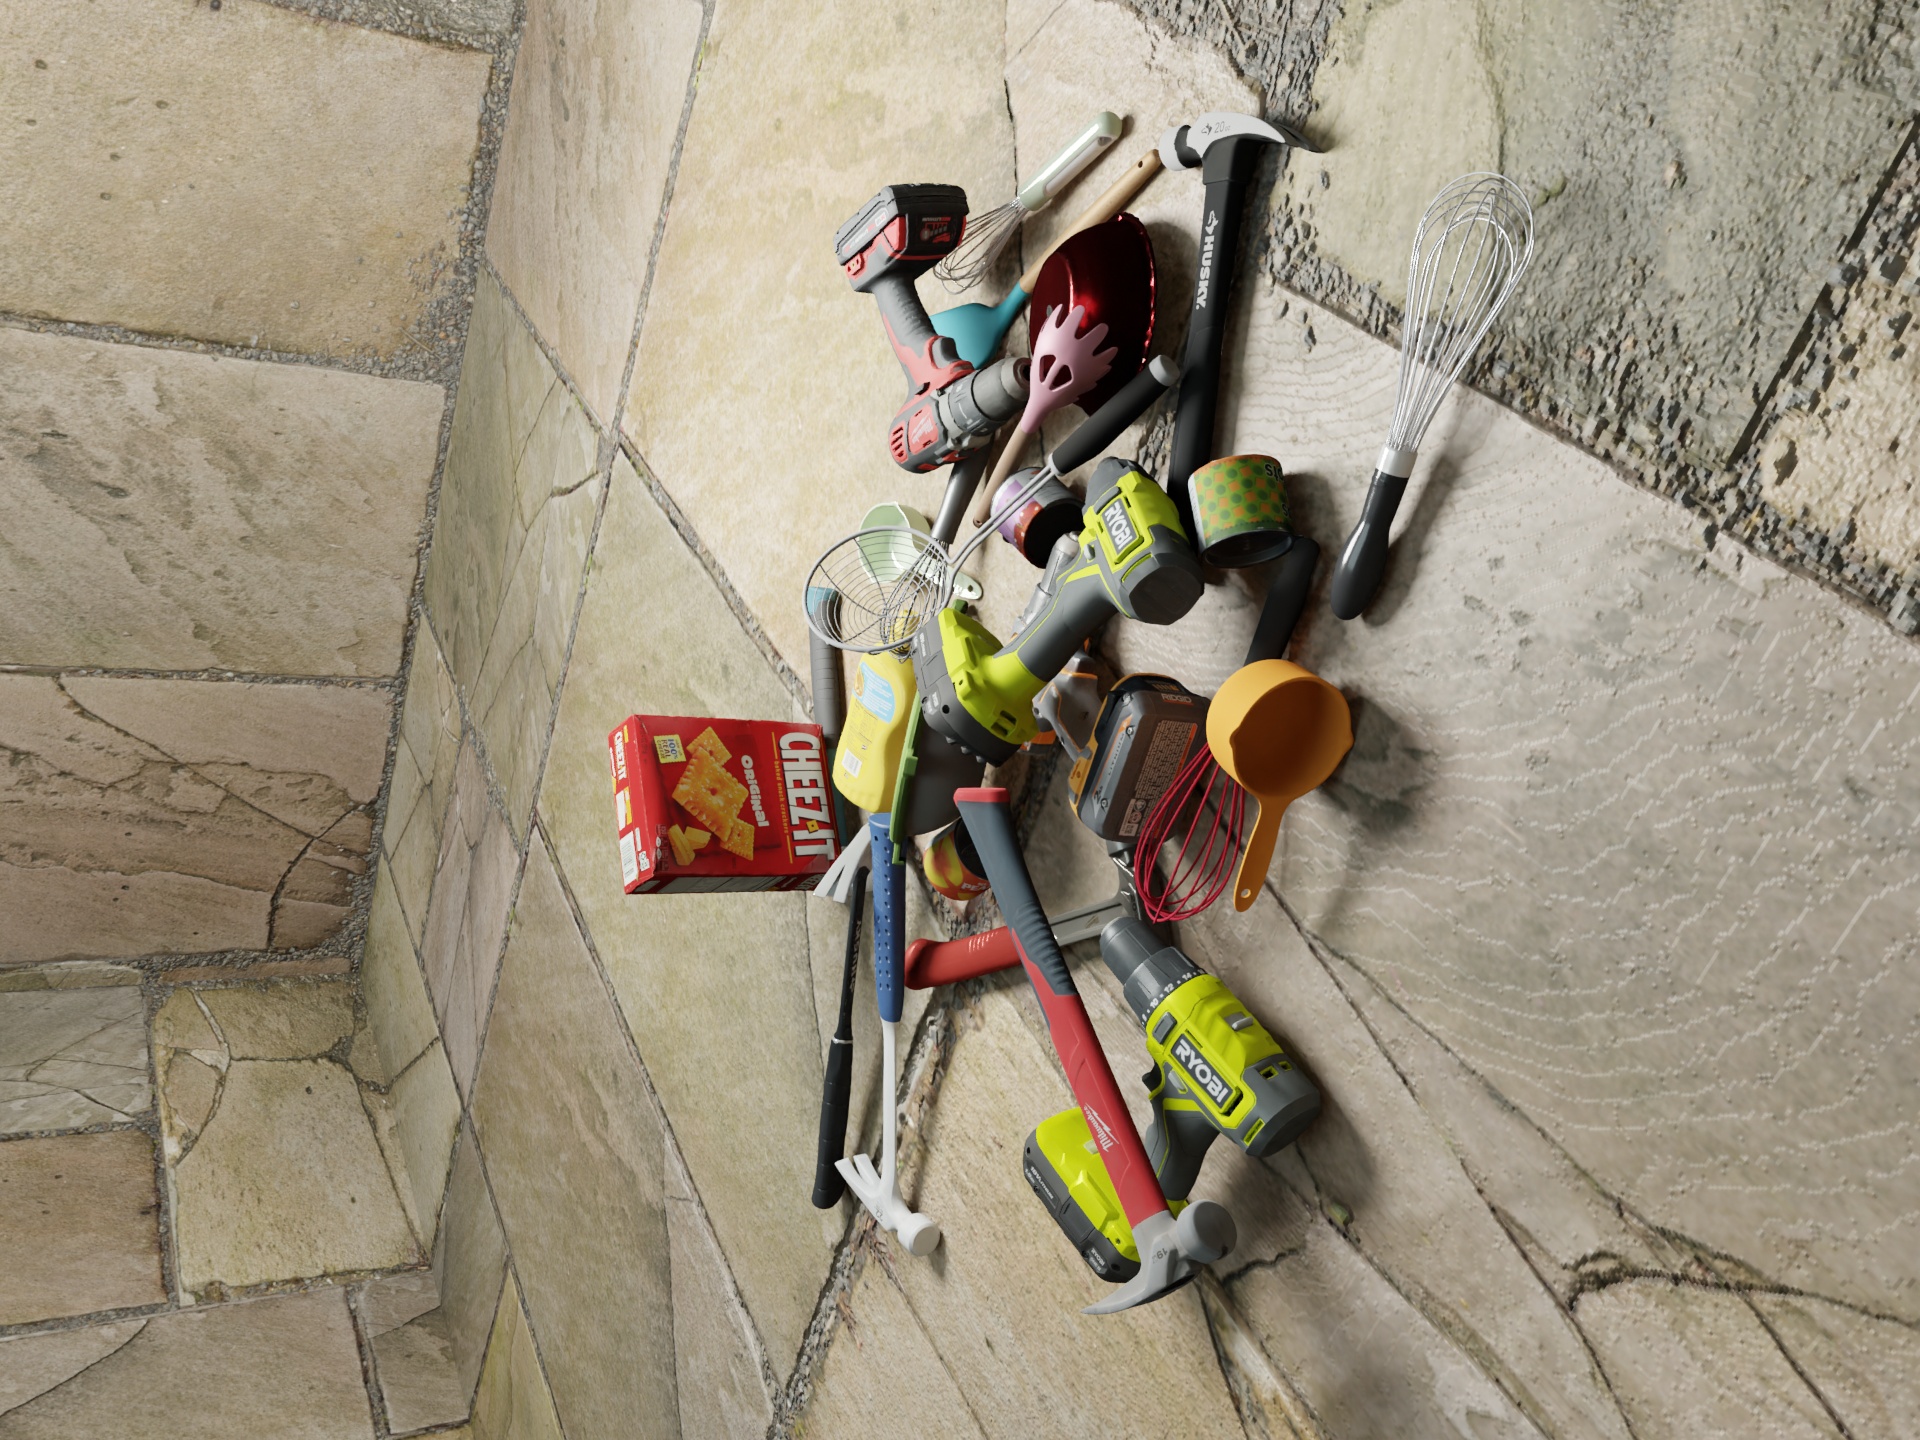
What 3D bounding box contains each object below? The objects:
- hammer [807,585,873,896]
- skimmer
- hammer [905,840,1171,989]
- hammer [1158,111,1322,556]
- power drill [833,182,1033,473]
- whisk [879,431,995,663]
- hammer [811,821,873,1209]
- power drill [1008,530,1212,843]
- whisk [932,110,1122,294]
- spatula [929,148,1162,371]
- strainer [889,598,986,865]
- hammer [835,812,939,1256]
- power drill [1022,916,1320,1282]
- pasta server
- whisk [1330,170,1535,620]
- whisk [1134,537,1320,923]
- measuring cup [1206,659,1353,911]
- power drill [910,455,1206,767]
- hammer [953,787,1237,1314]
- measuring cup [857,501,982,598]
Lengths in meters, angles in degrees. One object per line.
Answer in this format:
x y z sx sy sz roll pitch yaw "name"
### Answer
-0.136 0.018 1.650 0.128 0.033 0.331 -20 71 55 "hammer"
0.015 -0.173 1.239 0.363 0.090 0.127 -38 47 37 "skimmer"
0.052 0.196 1.336 0.359 0.036 0.149 -28 65 54 "hammer"
0.180 -0.268 1.154 0.146 0.035 0.334 19 105 58 "hammer"
-0.016 -0.339 1.354 0.188 0.080 0.227 -18 86 56 "power drill"
-0.016 -0.164 1.434 0.055 0.055 0.239 31 101 55 "whisk"
-0.113 0.297 1.543 0.036 0.149 0.408 13 110 16 "hammer"
0.105 -0.029 1.227 0.226 0.084 0.185 47 125 54 "power drill"
0.053 -0.440 1.357 0.246 0.057 0.059 -28 66 49 "whisk"
0.062 -0.380 1.342 0.317 0.044 0.082 -33 67 51 "spatula"
-0.002 -0.004 1.375 0.151 0.069 0.257 98 -175 -52 "strainer"
-0.069 0.281 1.466 0.144 0.035 0.405 22 116 54 "hammer"
0.134 0.271 1.138 0.191 0.080 0.228 48 128 32 "power drill"
0.054 -0.231 1.288 0.060 0.040 0.316 39 159 2 "pasta server"
0.278 -0.191 0.979 0.070 0.070 0.284 47 131 48 "whisk"
0.189 0.012 1.107 0.073 0.073 0.295 41 116 51 "whisk"
0.198 0.042 1.063 0.052 0.095 0.173 -129 46 -58 "measuring cup"
0.069 -0.086 1.165 0.223 0.080 0.171 -42 35 22 "power drill"
0.067 0.219 1.134 0.143 0.038 0.387 -51 51 41 "hammer"
-0.029 -0.150 1.495 0.168 0.038 0.083 32 114 36 "measuring cup"
